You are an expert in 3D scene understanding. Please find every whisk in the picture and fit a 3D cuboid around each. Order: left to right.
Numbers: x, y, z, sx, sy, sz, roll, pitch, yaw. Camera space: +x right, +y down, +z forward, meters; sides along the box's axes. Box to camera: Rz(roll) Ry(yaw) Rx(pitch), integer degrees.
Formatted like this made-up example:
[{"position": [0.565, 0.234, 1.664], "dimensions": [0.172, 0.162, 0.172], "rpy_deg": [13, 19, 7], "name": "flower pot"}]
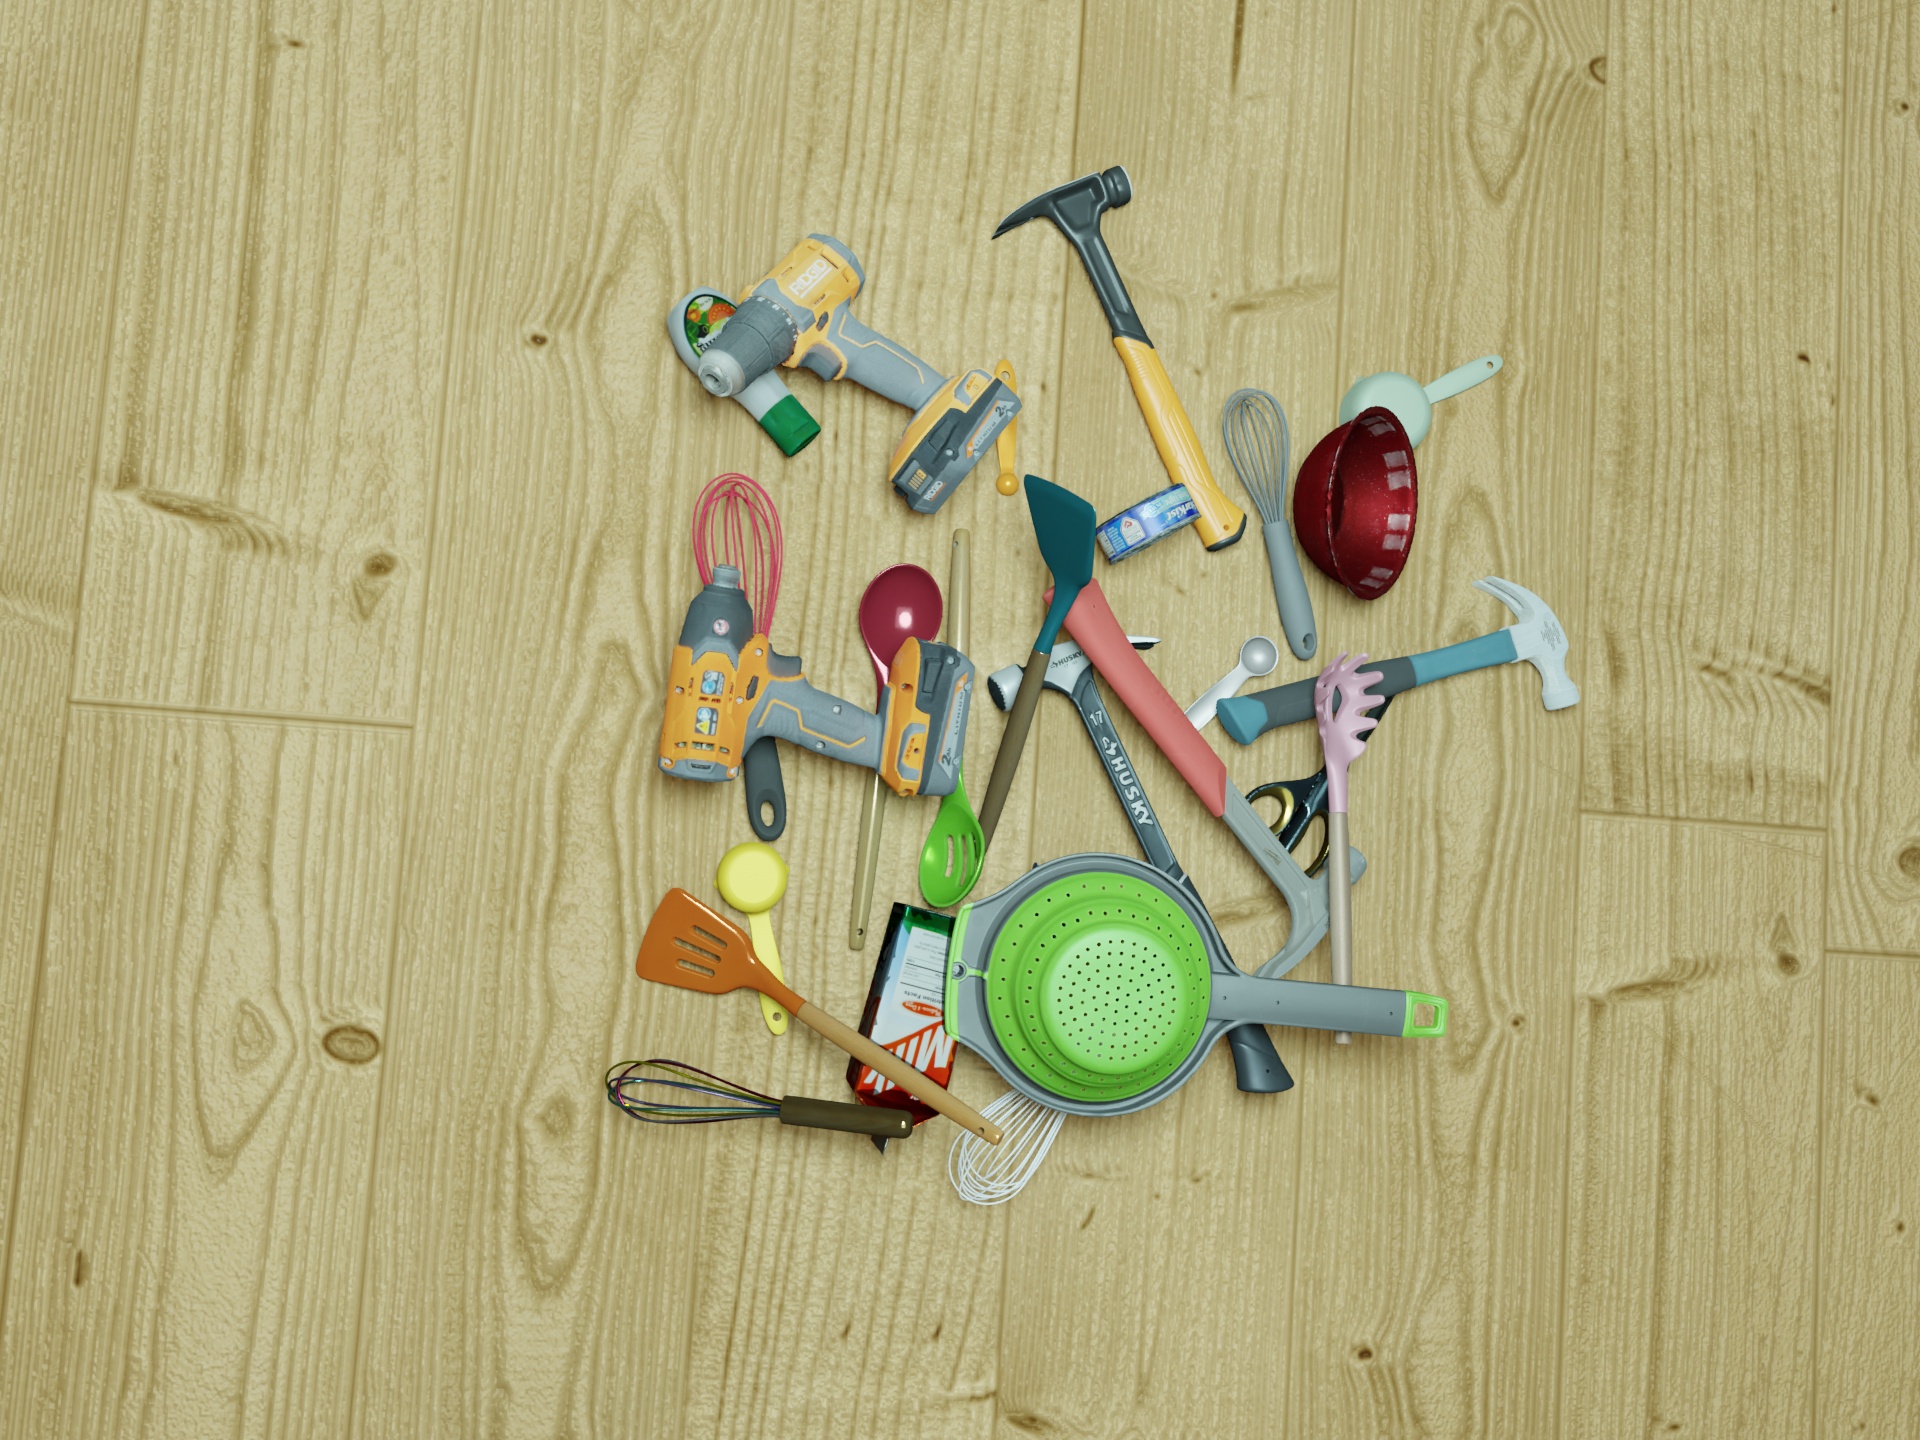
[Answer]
[{"position": [-0.167, -0.050, 1.269], "dimensions": [0.073, 0.073, 0.296], "rpy_deg": [-6, 94, -11], "name": "whisk"}, {"position": [-0.157, 0.292, 1.214], "dimensions": [0.245, 0.051, 0.047], "rpy_deg": [5, 92, 10], "name": "whisk"}, {"position": [0.095, 0.279, 1.295], "dimensions": [0.070, 0.070, 0.284], "rpy_deg": [45, 76, -5], "name": "whisk"}, {"position": [0.272, -0.168, 1.364], "dimensions": [0.055, 0.055, 0.239], "rpy_deg": [-14, 94, -11], "name": "whisk"}]

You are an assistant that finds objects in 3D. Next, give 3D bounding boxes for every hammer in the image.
[{"position": [0.150, -0.297, 1.353], "dimensions": [0.127, 0.034, 0.337], "rpy_deg": [-25, 91, -12], "name": "hammer"}, {"position": [0.172, 0.118, 1.308], "dimensions": [0.149, 0.036, 0.409], "rpy_deg": [-24, 86, -16], "name": "hammer"}, {"position": [0.183, 0.035, 1.286], "dimensions": [0.149, 0.036, 0.359], "rpy_deg": [-43, 98, -29], "name": "hammer"}, {"position": [0.375, -0.037, 1.367], "dimensions": [0.331, 0.033, 0.128], "rpy_deg": [-14, 87, -15], "name": "hammer"}]

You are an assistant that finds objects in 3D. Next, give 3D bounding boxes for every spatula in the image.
[{"position": [-0.106, 0.235, 1.214], "dimensions": [0.323, 0.041, 0.081], "rpy_deg": [28, 100, 21], "name": "spatula"}, {"position": [0.048, -0.032, 1.254], "dimensions": [0.044, 0.082, 0.317], "rpy_deg": [-3, 116, -43], "name": "spatula"}]

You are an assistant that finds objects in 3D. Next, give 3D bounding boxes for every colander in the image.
[{"position": [0.190, 0.212, 1.204], "dimensions": [0.397, 0.094, 0.204], "rpy_deg": [6, 88, -5], "name": "colander"}]

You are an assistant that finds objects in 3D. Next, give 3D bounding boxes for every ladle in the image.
[{"position": [-0.064, 0.029, 1.296], "dimensions": [0.069, 0.031, 0.315], "rpy_deg": [8, 87, -12], "name": "ladle"}]

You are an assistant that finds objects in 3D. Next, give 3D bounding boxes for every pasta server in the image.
[{"position": [0.312, 0.102, 1.291], "dimensions": [0.060, 0.040, 0.316], "rpy_deg": [7, 79, -28], "name": "pasta server"}]

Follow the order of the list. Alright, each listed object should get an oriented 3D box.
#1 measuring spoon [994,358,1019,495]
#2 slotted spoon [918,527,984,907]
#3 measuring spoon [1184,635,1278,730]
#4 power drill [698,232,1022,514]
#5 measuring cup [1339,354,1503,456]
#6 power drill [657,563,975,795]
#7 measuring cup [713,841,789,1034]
[{"position": [0.039, -0.248, 1.340], "dimensions": [0.021, 0.011, 0.117], "rpy_deg": [-1, 86, -11], "name": "measuring spoon"}, {"position": [-0.002, -0.004, 1.302], "dimensions": [0.031, 0.070, 0.314], "rpy_deg": [10, 78, -45], "name": "slotted spoon"}, {"position": [0.222, -0.025, 1.361], "dimensions": [0.124, 0.018, 0.034], "rpy_deg": [-44, 96, -3], "name": "measuring spoon"}, {"position": [-0.083, -0.265, 1.257], "dimensions": [0.226, 0.084, 0.185], "rpy_deg": [39, 52, -5], "name": "power drill"}, {"position": [0.414, -0.287, 1.398], "dimensions": [0.167, 0.038, 0.083], "rpy_deg": [-27, 91, -9], "name": "measuring cup"}, {"position": [-0.109, -0.027, 1.222], "dimensions": [0.226, 0.084, 0.164], "rpy_deg": [7, 97, -13], "name": "power drill"}, {"position": [-0.157, 0.174, 1.266], "dimensions": [0.062, 0.029, 0.156], "rpy_deg": [-10, 87, -11], "name": "measuring cup"}]
